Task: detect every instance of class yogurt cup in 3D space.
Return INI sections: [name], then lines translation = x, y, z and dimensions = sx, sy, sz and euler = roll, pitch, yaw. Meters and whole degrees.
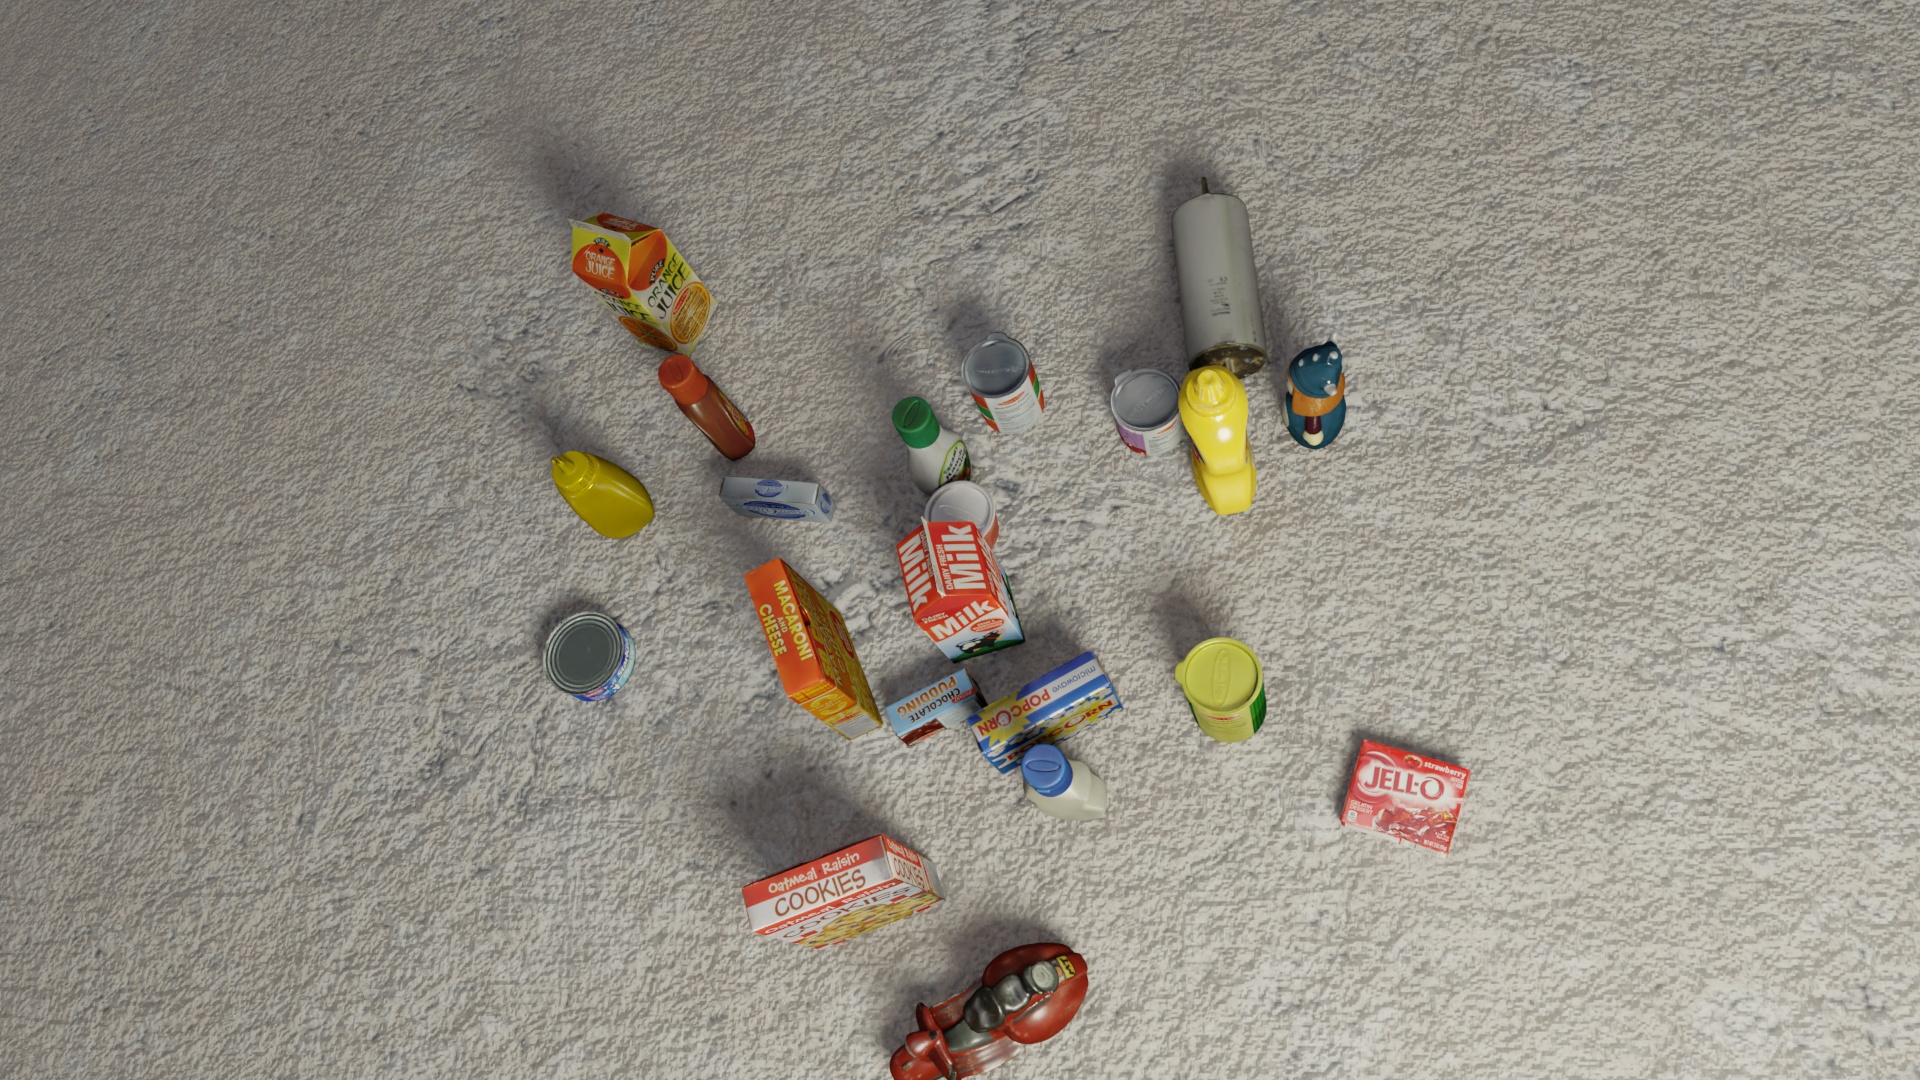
[yogurt cup]
translation = 0.005, -0.017, 1.319
dimensions = 0.072, 0.053, 0.072
euler = -5, 68, 13

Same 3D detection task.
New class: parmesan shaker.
[parmesan shaker]
translation = 0.222, 0.128, 1.179
dimensions = 0.071, 0.103, 0.071
euler = -5, 68, 13

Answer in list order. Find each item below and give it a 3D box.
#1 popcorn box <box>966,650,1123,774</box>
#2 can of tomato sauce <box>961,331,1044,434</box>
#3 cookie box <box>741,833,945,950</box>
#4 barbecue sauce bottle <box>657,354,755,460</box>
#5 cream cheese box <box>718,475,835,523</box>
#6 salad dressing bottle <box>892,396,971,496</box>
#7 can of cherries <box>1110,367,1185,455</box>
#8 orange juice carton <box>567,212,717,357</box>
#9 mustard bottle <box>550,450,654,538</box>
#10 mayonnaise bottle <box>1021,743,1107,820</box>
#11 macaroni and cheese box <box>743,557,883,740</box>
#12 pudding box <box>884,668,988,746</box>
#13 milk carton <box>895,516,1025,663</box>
[popcorn box]
translation = 0.075, 0.152, 1.216
dimensions = 0.127, 0.085, 0.038
euler = -29, 65, 2
[can of tomato sauce]
translation = 0.043, -0.151, 1.347
dimensions = 0.071, 0.083, 0.071
euler = -5, 68, 13
[cookie box]
translation = -0.094, 0.295, 1.157
dimensions = 0.123, 0.167, 0.040
euler = -22, 65, 5
[barbecue sauce bottle]
translation = -0.253, -0.135, 1.379
dimensions = 0.044, 0.148, 0.065
euler = -33, 65, 0
[cream cheese box]
translation = -0.181, -0.040, 1.376
dimensions = 0.104, 0.053, 0.024
euler = 5, 71, 16
[salad dressing bottle]
translation = -0.028, -0.087, 1.303
dimensions = 0.044, 0.147, 0.064
euler = 22, 76, 21
[can of cherries]
translation = 0.177, -0.123, 1.315
dimensions = 0.071, 0.058, 0.072
euler = -5, 68, 13
[orange juice carton]
translation = -0.330, -0.271, 1.429
dimensions = 0.072, 0.192, 0.073
euler = 20, 75, 21
[mustard bottle]
translation = -0.360, -0.052, 1.367
dimensions = 0.065, 0.160, 0.049
euler = -32, 65, 1
[mayonnaise bottle]
translation = 0.083, 0.203, 1.159
dimensions = 0.065, 0.147, 0.041
euler = 1, 70, 15
[macaroni and cheese box]
translation = -0.129, 0.099, 1.244
dimensions = 0.040, 0.166, 0.124
euler = -26, 65, 4
[pudding box]
translation = -0.022, 0.152, 1.260
dimensions = 0.084, 0.049, 0.030
euler = -27, 65, 3
[milk carton]
translation = -0.003, 0.043, 1.222
dimensions = 0.073, 0.190, 0.072
euler = -18, 66, 7
